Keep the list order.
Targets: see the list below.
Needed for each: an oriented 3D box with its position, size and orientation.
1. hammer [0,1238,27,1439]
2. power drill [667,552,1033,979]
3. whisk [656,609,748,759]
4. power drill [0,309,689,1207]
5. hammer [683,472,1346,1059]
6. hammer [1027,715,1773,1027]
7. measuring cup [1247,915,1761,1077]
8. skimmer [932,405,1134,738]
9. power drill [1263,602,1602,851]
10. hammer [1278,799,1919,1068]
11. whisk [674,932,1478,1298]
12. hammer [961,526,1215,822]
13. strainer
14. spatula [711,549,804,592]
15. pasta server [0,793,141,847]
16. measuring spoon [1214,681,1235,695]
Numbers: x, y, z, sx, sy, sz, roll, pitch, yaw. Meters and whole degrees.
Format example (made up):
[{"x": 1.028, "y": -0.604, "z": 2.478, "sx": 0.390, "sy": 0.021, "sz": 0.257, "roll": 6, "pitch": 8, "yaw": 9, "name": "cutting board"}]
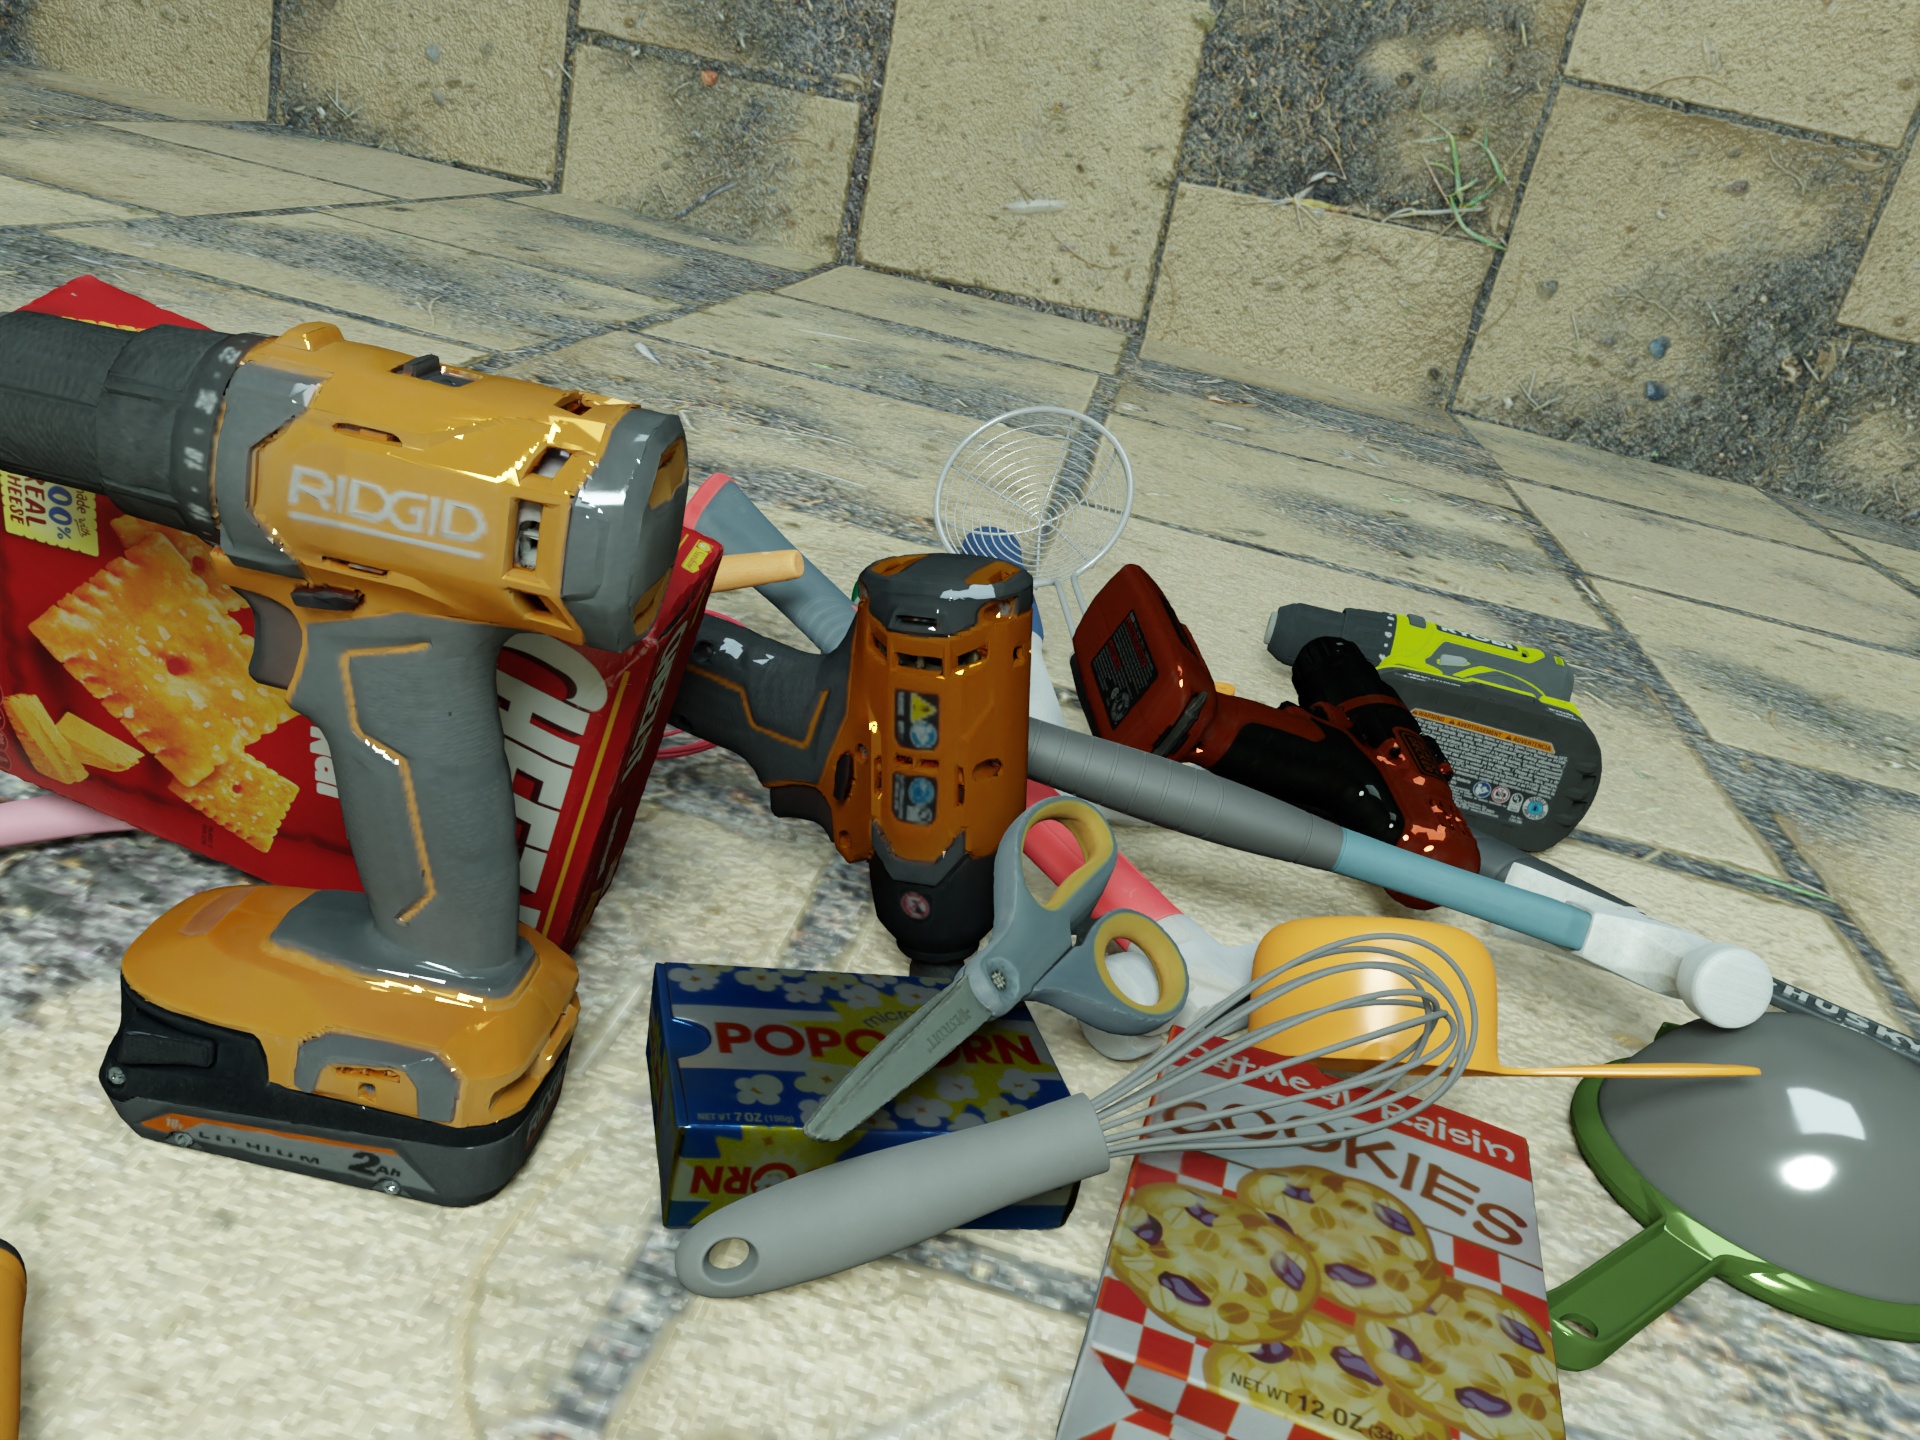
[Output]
[{"x": -0.162, "y": 0.198, "z": 0.230, "sx": 0.127, "sy": 0.034, "sz": 0.337, "roll": 1, "pitch": 24, "yaw": -26, "name": "hammer"}, {"x": -0.084, "y": 0.014, "z": 0.600, "sx": 0.226, "sy": 0.164, "sz": 0.084, "roll": 7, "pitch": 19, "yaw": 19, "name": "power drill"}, {"x": -0.218, "y": -0.009, "z": 0.679, "sx": 0.295, "sy": 0.073, "sz": 0.073, "roll": -7, "pitch": 29, "yaw": -30, "name": "whisk"}, {"x": -0.180, "y": 0.006, "z": 0.430, "sx": 0.185, "sy": 0.226, "sz": 0.084, "roll": 13, "pitch": 21, "yaw": 0, "name": "power drill"}, {"x": -0.001, "y": -0.002, "z": 0.721, "sx": 0.143, "sy": 0.038, "sz": 0.387, "roll": -7, "pitch": 40, "yaw": -44, "name": "hammer"}, {"x": 0.135, "y": 0.046, "z": 0.631, "sx": 0.331, "sy": 0.033, "sz": 0.128, "roll": 18, "pitch": 2, "yaw": 0, "name": "hammer"}, {"x": 0.189, "y": 0.099, "z": 0.565, "sx": 0.173, "sy": 0.052, "sz": 0.095, "roll": 0, "pitch": -15, "yaw": 10, "name": "measuring cup"}, {"x": 0.054, "y": -0.083, "z": 0.877, "sx": 0.127, "sy": 0.090, "sz": 0.364, "roll": -20, "pitch": 25, "yaw": 6, "name": "skimmer"}, {"x": 0.277, "y": -0.012, "z": 0.951, "sx": 0.190, "sy": 0.080, "sz": 0.228, "roll": 16, "pitch": 19, "yaw": 6, "name": "power drill"}, {"x": 0.333, "y": 0.102, "z": 0.755, "sx": 0.409, "sy": 0.036, "sz": 0.149, "roll": 26, "pitch": 24, "yaw": 30, "name": "hammer"}, {"x": 0.036, "y": 0.114, "z": 0.448, "sx": 0.239, "sy": 0.055, "sz": 0.055, "roll": -17, "pitch": 28, "yaw": -9, "name": "whisk"}, {"x": 0.042, "y": -0.041, "z": 0.937, "sx": 0.144, "sy": 0.035, "sz": 0.406, "roll": 10, "pitch": 22, "yaw": -8, "name": "hammer"}, {"x": 0.271, "y": 0.152, "z": 0.546, "sx": 0.256, "sy": 0.069, "sz": 0.152, "roll": -6, "pitch": 28, "yaw": -43, "name": "strainer"}, {"x": -0.225, "y": -0.064, "z": 0.751, "sx": 0.322, "sy": 0.041, "sz": 0.081, "roll": -5, "pitch": 16, "yaw": 19, "name": "spatula"}, {"x": -0.350, "y": 0.035, "z": 0.518, "sx": 0.316, "sy": 0.040, "sz": 0.060, "roll": -12, "pitch": 50, "yaw": -45, "name": "pasta server"}, {"x": 0.134, "y": -0.015, "z": 0.959, "sx": 0.021, "sy": 0.011, "sz": 0.117, "roll": 28, "pitch": 26, "yaw": 33, "name": "measuring spoon"}]
